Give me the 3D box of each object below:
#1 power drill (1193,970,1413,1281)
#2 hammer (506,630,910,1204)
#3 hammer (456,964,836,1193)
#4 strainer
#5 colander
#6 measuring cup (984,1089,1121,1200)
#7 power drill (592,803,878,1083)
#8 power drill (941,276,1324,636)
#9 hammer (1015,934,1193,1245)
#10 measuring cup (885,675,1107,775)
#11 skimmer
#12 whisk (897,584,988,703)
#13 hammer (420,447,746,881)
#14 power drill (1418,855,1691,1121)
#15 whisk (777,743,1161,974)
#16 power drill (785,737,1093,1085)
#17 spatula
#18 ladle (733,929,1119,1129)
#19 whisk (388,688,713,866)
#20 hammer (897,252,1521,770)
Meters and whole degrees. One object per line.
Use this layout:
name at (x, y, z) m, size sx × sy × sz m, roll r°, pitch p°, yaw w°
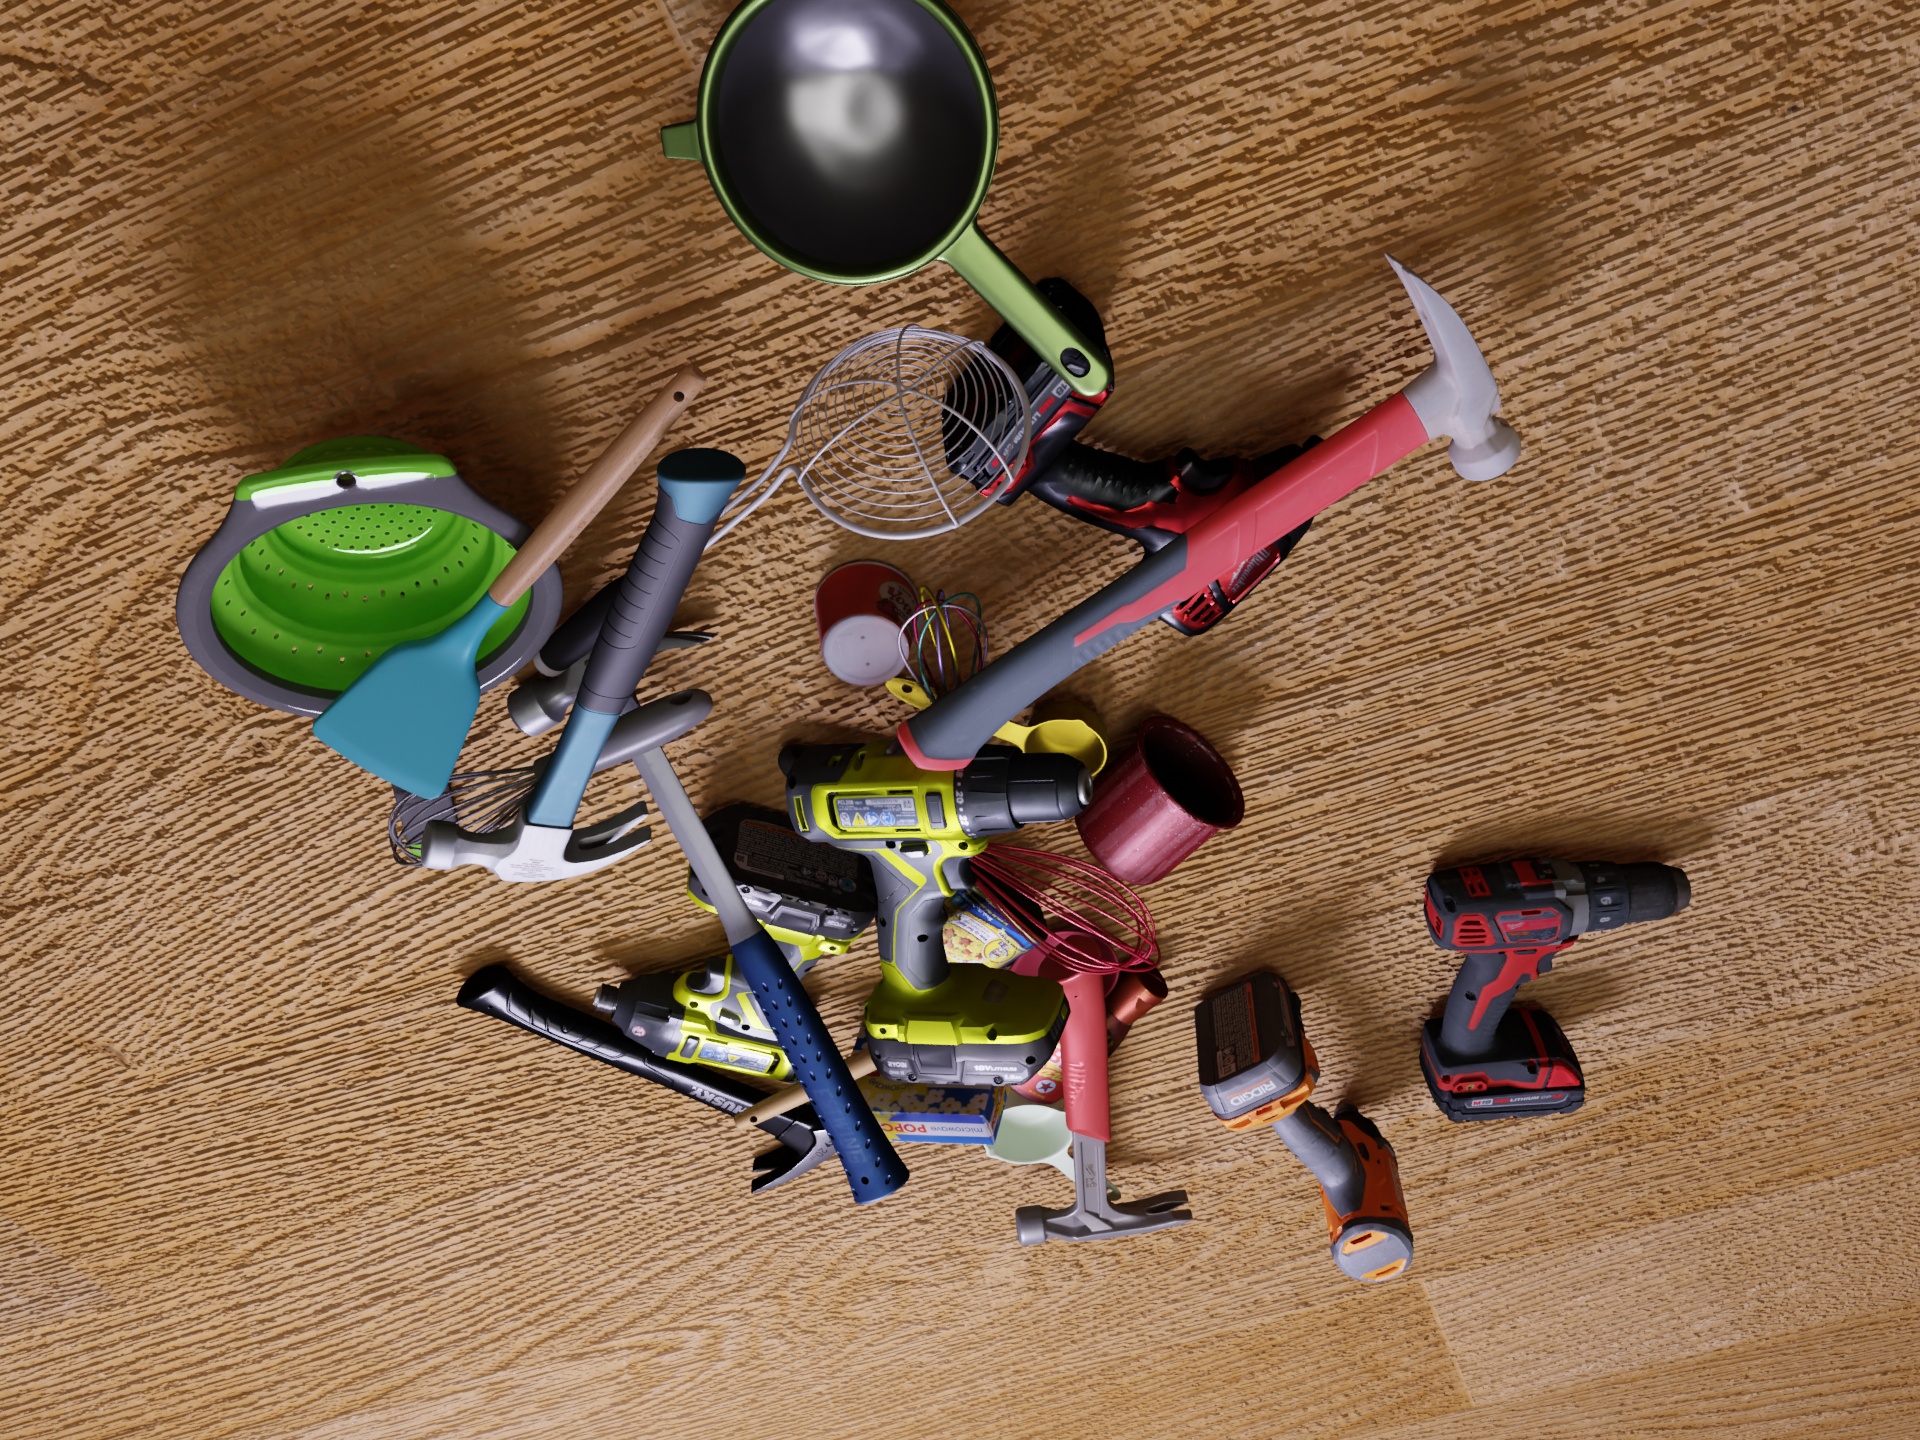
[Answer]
power drill at (0.273, 0.308, 1.249) m, size 0.084 × 0.164 × 0.226 m, roll -31°, pitch 110°, yaw 19°
hammer at (-0.140, 0.130, 1.037) m, size 0.144 × 0.035 × 0.405 m, roll -27°, pitch 95°, yaw 15°
hammer at (-0.240, 0.278, 1.261) m, size 0.334 × 0.035 × 0.146 m, roll 30°, pitch 120°, yaw -23°
strainer at (-0.014, -0.267, 0.812) m, size 0.256 × 0.069 × 0.151 m, roll 42°, pitch 116°, yaw -14°
colander at (-0.350, -0.048, 0.979) m, size 0.204 × 0.095 × 0.396 m, roll -10°, pitch 147°, yaw -16°
measuring cup at (0.082, 0.354, 1.334) m, size 0.083 × 0.038 × 0.167 m, roll -34°, pitch 124°, yaw 21°
power drill at (-0.162, 0.171, 1.159) m, size 0.171 × 0.080 × 0.223 m, roll 17°, pitch 128°, yaw -15°
power drill at (0.109, -0.151, 0.926) m, size 0.219 × 0.079 × 0.143 m, roll 30°, pitch 121°, yaw -26°
hammer at (0.108, 0.297, 1.238) m, size 0.149 × 0.037 × 0.358 m, roll -8°, pitch 131°, yaw -2°
measuring cup at (0.026, -0.005, 1.069) m, size 0.156 × 0.029 × 0.062 m, roll 21°, pitch 132°, yaw -3°
skimmer at (-0.117, -0.103, 0.917) m, size 0.090 × 0.127 × 0.363 m, roll 12°, pitch 149°, yaw -44°
whisk at (-0.002, -0.005, 1.024) m, size 0.047 × 0.051 × 0.244 m, roll 31°, pitch 154°, yaw 25°
hammer at (-0.203, -0.020, 0.909) m, size 0.128 × 0.033 × 0.331 m, roll 10°, pitch 131°, yaw -30°
power drill at (0.443, 0.196, 1.209) m, size 0.188 × 0.080 × 0.226 m, roll -5°, pitch 125°, yaw 1°
whisk at (0.008, 0.092, 1.082) m, size 0.296 × 0.073 × 0.073 m, roll 29°, pitch 123°, yaw -1°
power drill at (0.001, 0.117, 1.021) m, size 0.190 × 0.080 × 0.228 m, roll -2°, pitch 113°, yaw 20°
spatula at (-0.237, -0.076, 0.865) m, size 0.082 × 0.044 × 0.317 m, roll 35°, pitch 120°, yaw -24°
ladle at (-0.027, 0.239, 1.206) m, size 0.315 × 0.031 × 0.069 m, roll -25°, pitch 103°, yaw 0°
whisk at (-0.261, 0.033, 1.004) m, size 0.239 × 0.055 × 0.055 m, roll -24°, pitch 125°, yaw 10°
hammer at (0.119, -0.097, 0.896) m, size 0.386 × 0.038 × 0.143 m, roll -33°, pitch 125°, yaw 12°
